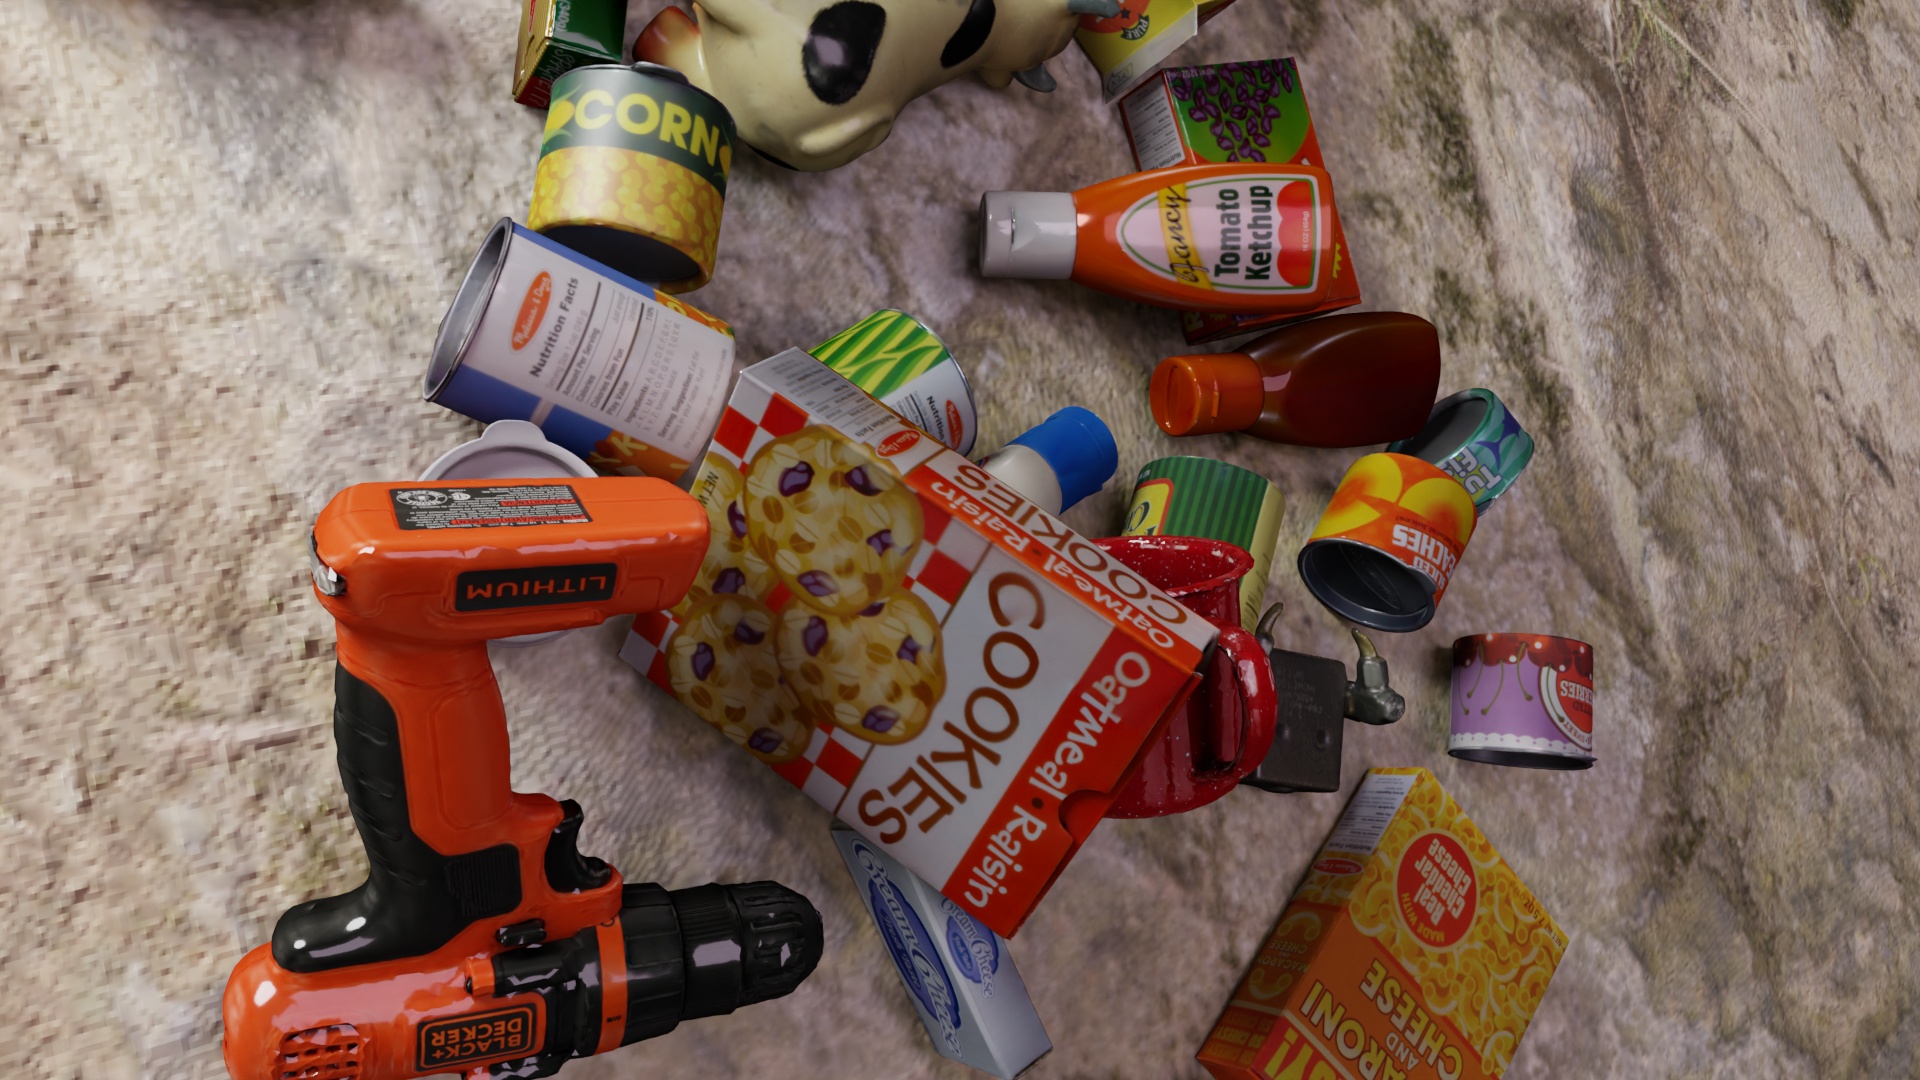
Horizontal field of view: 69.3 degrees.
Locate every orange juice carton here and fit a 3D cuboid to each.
[{"bbox_3d":[0.094,-0.302,0.641,0.073,0.071,0.193,14,75,-27],"label":"orange juice carton"}]

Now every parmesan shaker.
[{"bbox_3d":[0.095,0.024,0.592,0.071,0.071,0.103,27,69,-24],"label":"parmesan shaker"}]

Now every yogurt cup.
[{"bbox_3d":[-0.152,0.003,0.458,0.072,0.054,0.072,5,79,-29],"label":"yogurt cup"}]

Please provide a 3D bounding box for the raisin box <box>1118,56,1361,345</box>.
[{"bbox_3d":[0.134,-0.162,0.659,0.086,0.040,0.123,-15,90,-32],"label":"raisin box"}]

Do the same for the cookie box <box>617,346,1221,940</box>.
[{"bbox_3d":[-0.019,0.035,0.453,0.167,0.122,0.040,34,28,9],"label":"cookie box"}]

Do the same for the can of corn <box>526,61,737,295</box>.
[{"bbox_3d":[-0.116,-0.126,0.491,0.071,0.071,0.058,12,77,-28],"label":"can of corn"}]

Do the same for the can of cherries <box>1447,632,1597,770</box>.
[{"bbox_3d":[0.277,0.079,0.681,0.071,0.071,0.058,15,74,-27],"label":"can of cherries"}]

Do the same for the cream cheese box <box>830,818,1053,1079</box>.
[{"bbox_3d":[-0.008,0.146,0.516,0.024,0.053,0.103,-27,95,-32],"label":"cream cheese box"}]

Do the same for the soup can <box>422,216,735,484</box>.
[{"bbox_3d":[-0.130,-0.062,0.475,0.084,0.071,0.071,24,71,-29],"label":"soup can"}]

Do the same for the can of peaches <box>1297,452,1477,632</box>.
[{"bbox_3d":[0.203,0.001,0.652,0.071,0.071,0.058,44,63,-17],"label":"can of peaches"}]

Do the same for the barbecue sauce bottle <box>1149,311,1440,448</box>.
[{"bbox_3d":[0.158,-0.073,0.652,0.149,0.044,0.064,-8,112,-29],"label":"barbecue sauce bottle"}]

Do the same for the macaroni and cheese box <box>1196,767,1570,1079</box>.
[{"bbox_3d":[0.197,0.206,0.631,0.123,0.040,0.167,48,62,-13],"label":"macaroni and cheese box"}]

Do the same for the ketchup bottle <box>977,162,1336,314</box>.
[{"bbox_3d":[0.083,-0.130,0.595,0.149,0.043,0.064,-1,94,-6],"label":"ketchup bottle"}]

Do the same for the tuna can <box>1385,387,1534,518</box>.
[{"bbox_3d":[0.244,-0.040,0.684,0.033,0.071,0.071,45,63,-14],"label":"tuna can"}]

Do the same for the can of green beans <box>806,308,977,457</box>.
[{"bbox_3d":[-0.037,-0.046,0.525,0.058,0.071,0.071,-34,99,-29],"label":"can of green beans"}]

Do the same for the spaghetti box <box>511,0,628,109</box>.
[{"bbox_3d":[-0.136,-0.284,0.520,0.029,0.050,0.250,9,77,-30],"label":"spaghetti box"}]

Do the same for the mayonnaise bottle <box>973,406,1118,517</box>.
[{"bbox_3d":[0.002,-0.007,0.546,0.149,0.064,0.041,-34,95,-34],"label":"mayonnaise bottle"}]
